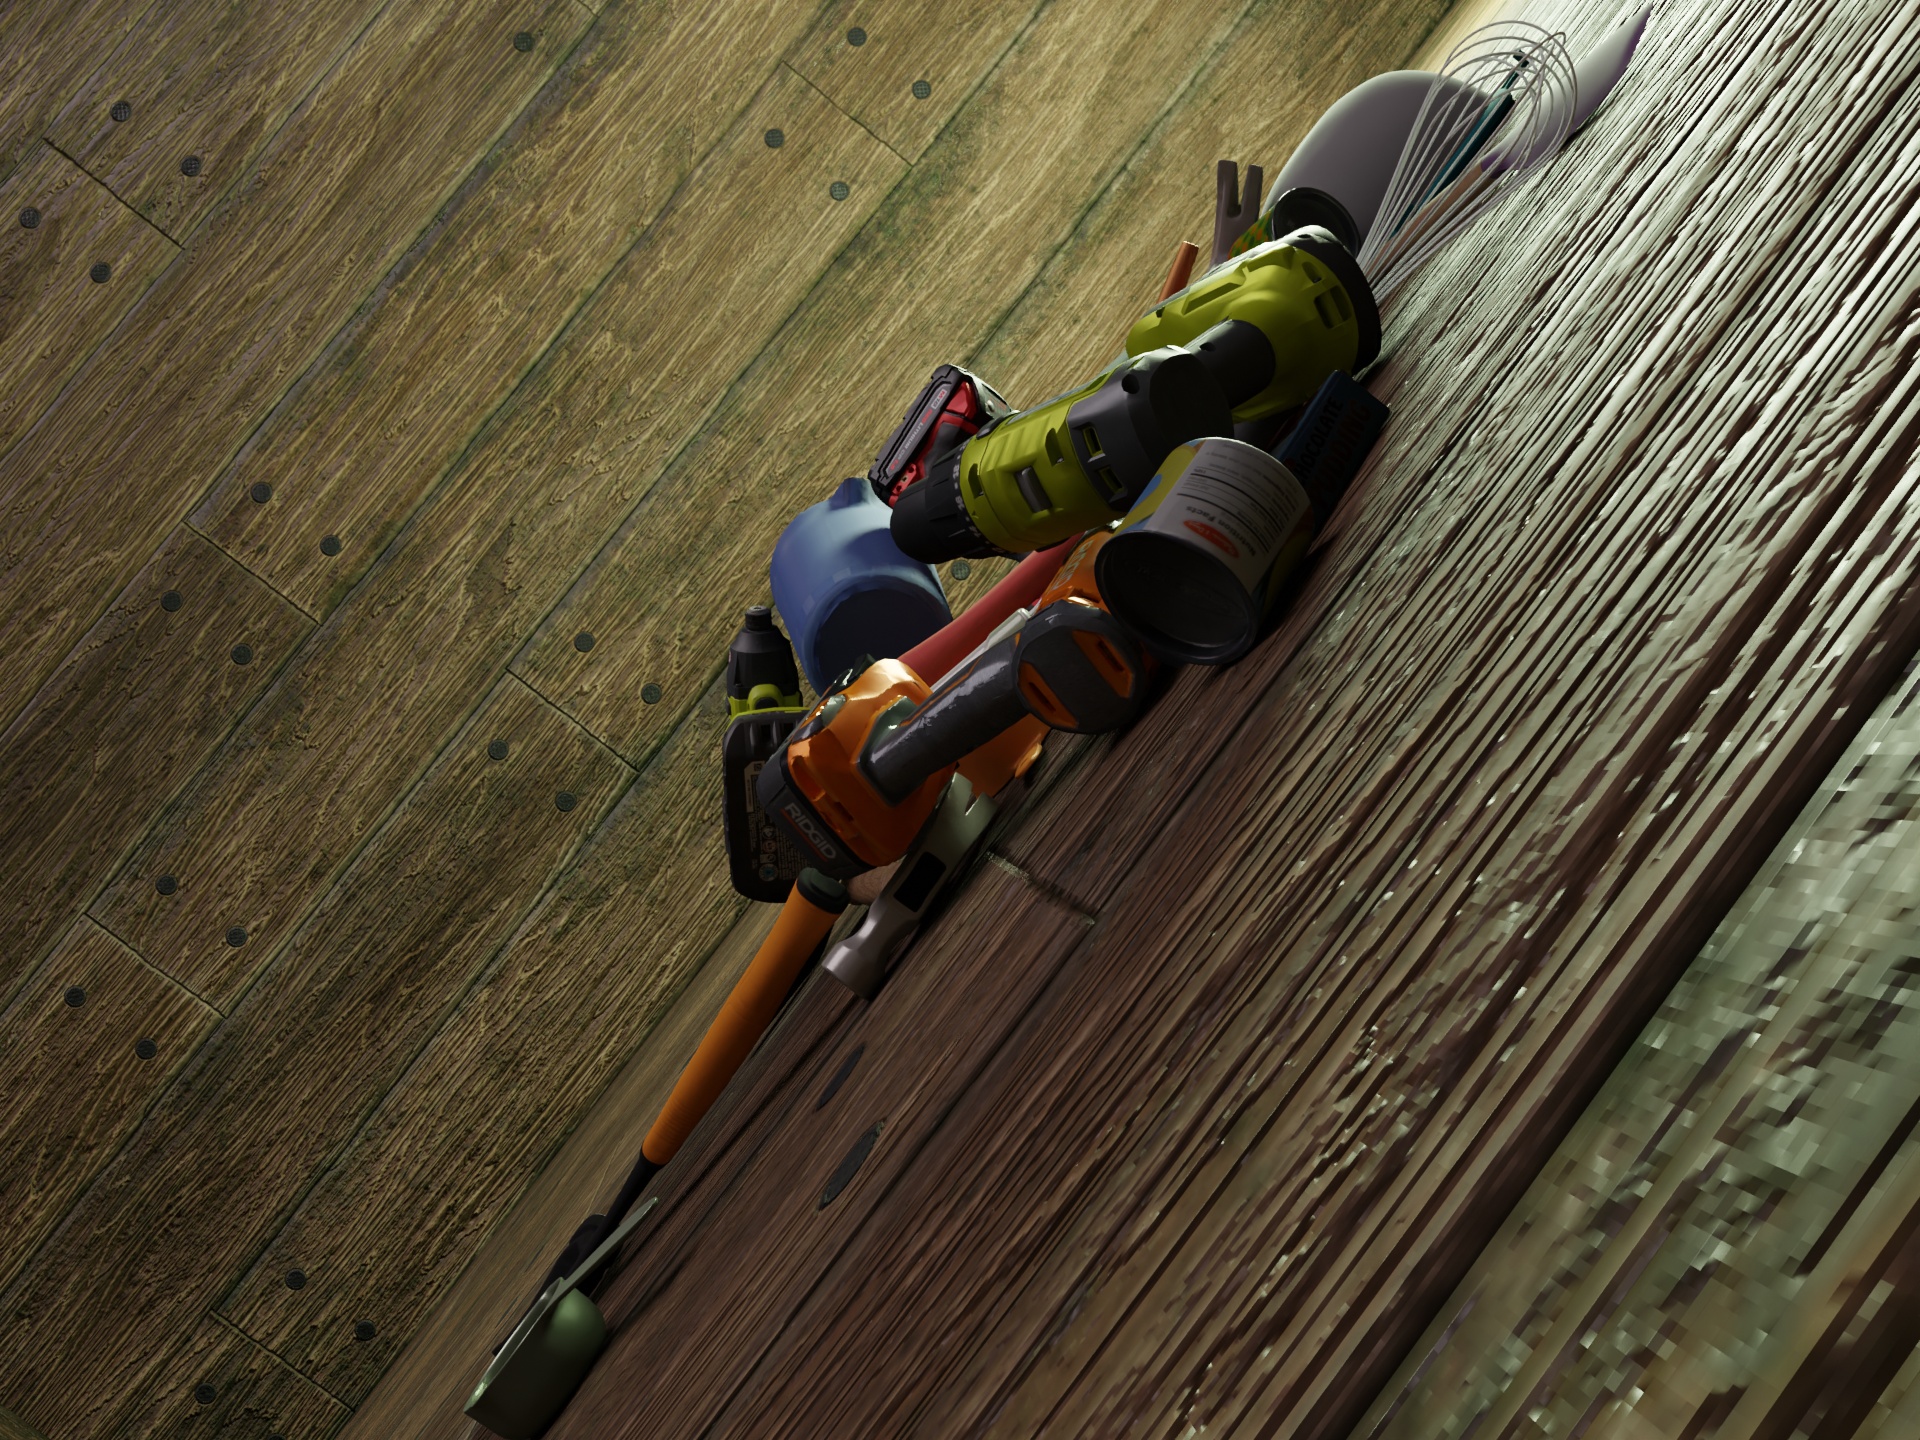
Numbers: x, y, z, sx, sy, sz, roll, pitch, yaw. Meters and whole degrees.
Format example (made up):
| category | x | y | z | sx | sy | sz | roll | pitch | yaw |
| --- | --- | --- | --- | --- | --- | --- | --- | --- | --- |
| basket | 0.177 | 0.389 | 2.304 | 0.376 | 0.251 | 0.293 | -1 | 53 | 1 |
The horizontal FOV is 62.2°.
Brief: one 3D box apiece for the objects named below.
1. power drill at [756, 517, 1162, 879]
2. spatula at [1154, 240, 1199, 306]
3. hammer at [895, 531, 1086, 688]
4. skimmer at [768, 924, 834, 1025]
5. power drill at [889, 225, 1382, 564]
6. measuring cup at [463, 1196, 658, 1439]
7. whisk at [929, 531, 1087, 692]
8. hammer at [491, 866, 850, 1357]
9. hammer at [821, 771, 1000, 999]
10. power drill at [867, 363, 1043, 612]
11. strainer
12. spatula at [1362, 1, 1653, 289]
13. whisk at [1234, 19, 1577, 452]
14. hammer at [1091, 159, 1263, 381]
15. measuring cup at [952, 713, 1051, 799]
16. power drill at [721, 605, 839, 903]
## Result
| category | x | y | z | sx | sy | sz | roll | pitch | yaw |
| --- | --- | --- | --- | --- | --- | --- | --- | --- | --- |
| power drill | 0.017 | -0.022 | 0.794 | 0.226 | 0.084 | 0.164 | -31 | 15 | 34 |
| spatula | 0.099 | -0.196 | 1.169 | 0.081 | 0.041 | 0.322 | -76 | 7 | -73 |
| hammer | 0.103 | -0.140 | 0.983 | 0.359 | 0.036 | 0.149 | -42 | 2 | -7 |
| skimmer | -0.092 | 0.084 | 1.212 | 0.363 | 0.090 | 0.127 | -54 | 7 | -31 |
| power drill | 0.084 | -0.149 | 0.772 | 0.190 | 0.080 | 0.228 | -15 | 18 | 49 |
| measuring cup | -0.184 | 0.293 | 0.783 | 0.167 | 0.038 | 0.083 | -48 | 5 | 23 |
| whisk | 0.046 | -0.059 | 0.884 | 0.246 | 0.059 | 0.058 | -40 | 10 | 10 |
| hammer | -0.159 | 0.222 | 0.897 | 0.336 | 0.034 | 0.127 | -57 | 1 | 19 |
| hammer | -0.044 | 0.098 | 0.974 | 0.130 | 0.031 | 0.331 | -53 | 4 | -9 |
| power drill | 0.046 | -0.161 | 1.125 | 0.143 | 0.220 | 0.078 | -55 | -38 | 6 |
| strainer | 0.256 | -0.358 | 1.168 | 0.211 | 0.095 | 0.340 | -54 | 6 | -24 |
| spatula | 0.277 | -0.288 | 0.864 | 0.060 | 0.018 | 0.316 | -65 | 6 | -8 |
| whisk | 0.212 | -0.227 | 0.814 | 0.070 | 0.070 | 0.284 | -56 | 0 | -44 |
| hammer | 0.116 | -0.237 | 0.989 | 0.386 | 0.038 | 0.143 | -50 | -30 | -51 |
| measuring cup | 0.020 | 0.003 | 0.916 | 0.095 | 0.052 | 0.173 | -51 | 2 | 5 |
| power drill | -0.138 | 0.022 | 1.163 | 0.223 | 0.080 | 0.171 | -119 | 26 | -68 |
